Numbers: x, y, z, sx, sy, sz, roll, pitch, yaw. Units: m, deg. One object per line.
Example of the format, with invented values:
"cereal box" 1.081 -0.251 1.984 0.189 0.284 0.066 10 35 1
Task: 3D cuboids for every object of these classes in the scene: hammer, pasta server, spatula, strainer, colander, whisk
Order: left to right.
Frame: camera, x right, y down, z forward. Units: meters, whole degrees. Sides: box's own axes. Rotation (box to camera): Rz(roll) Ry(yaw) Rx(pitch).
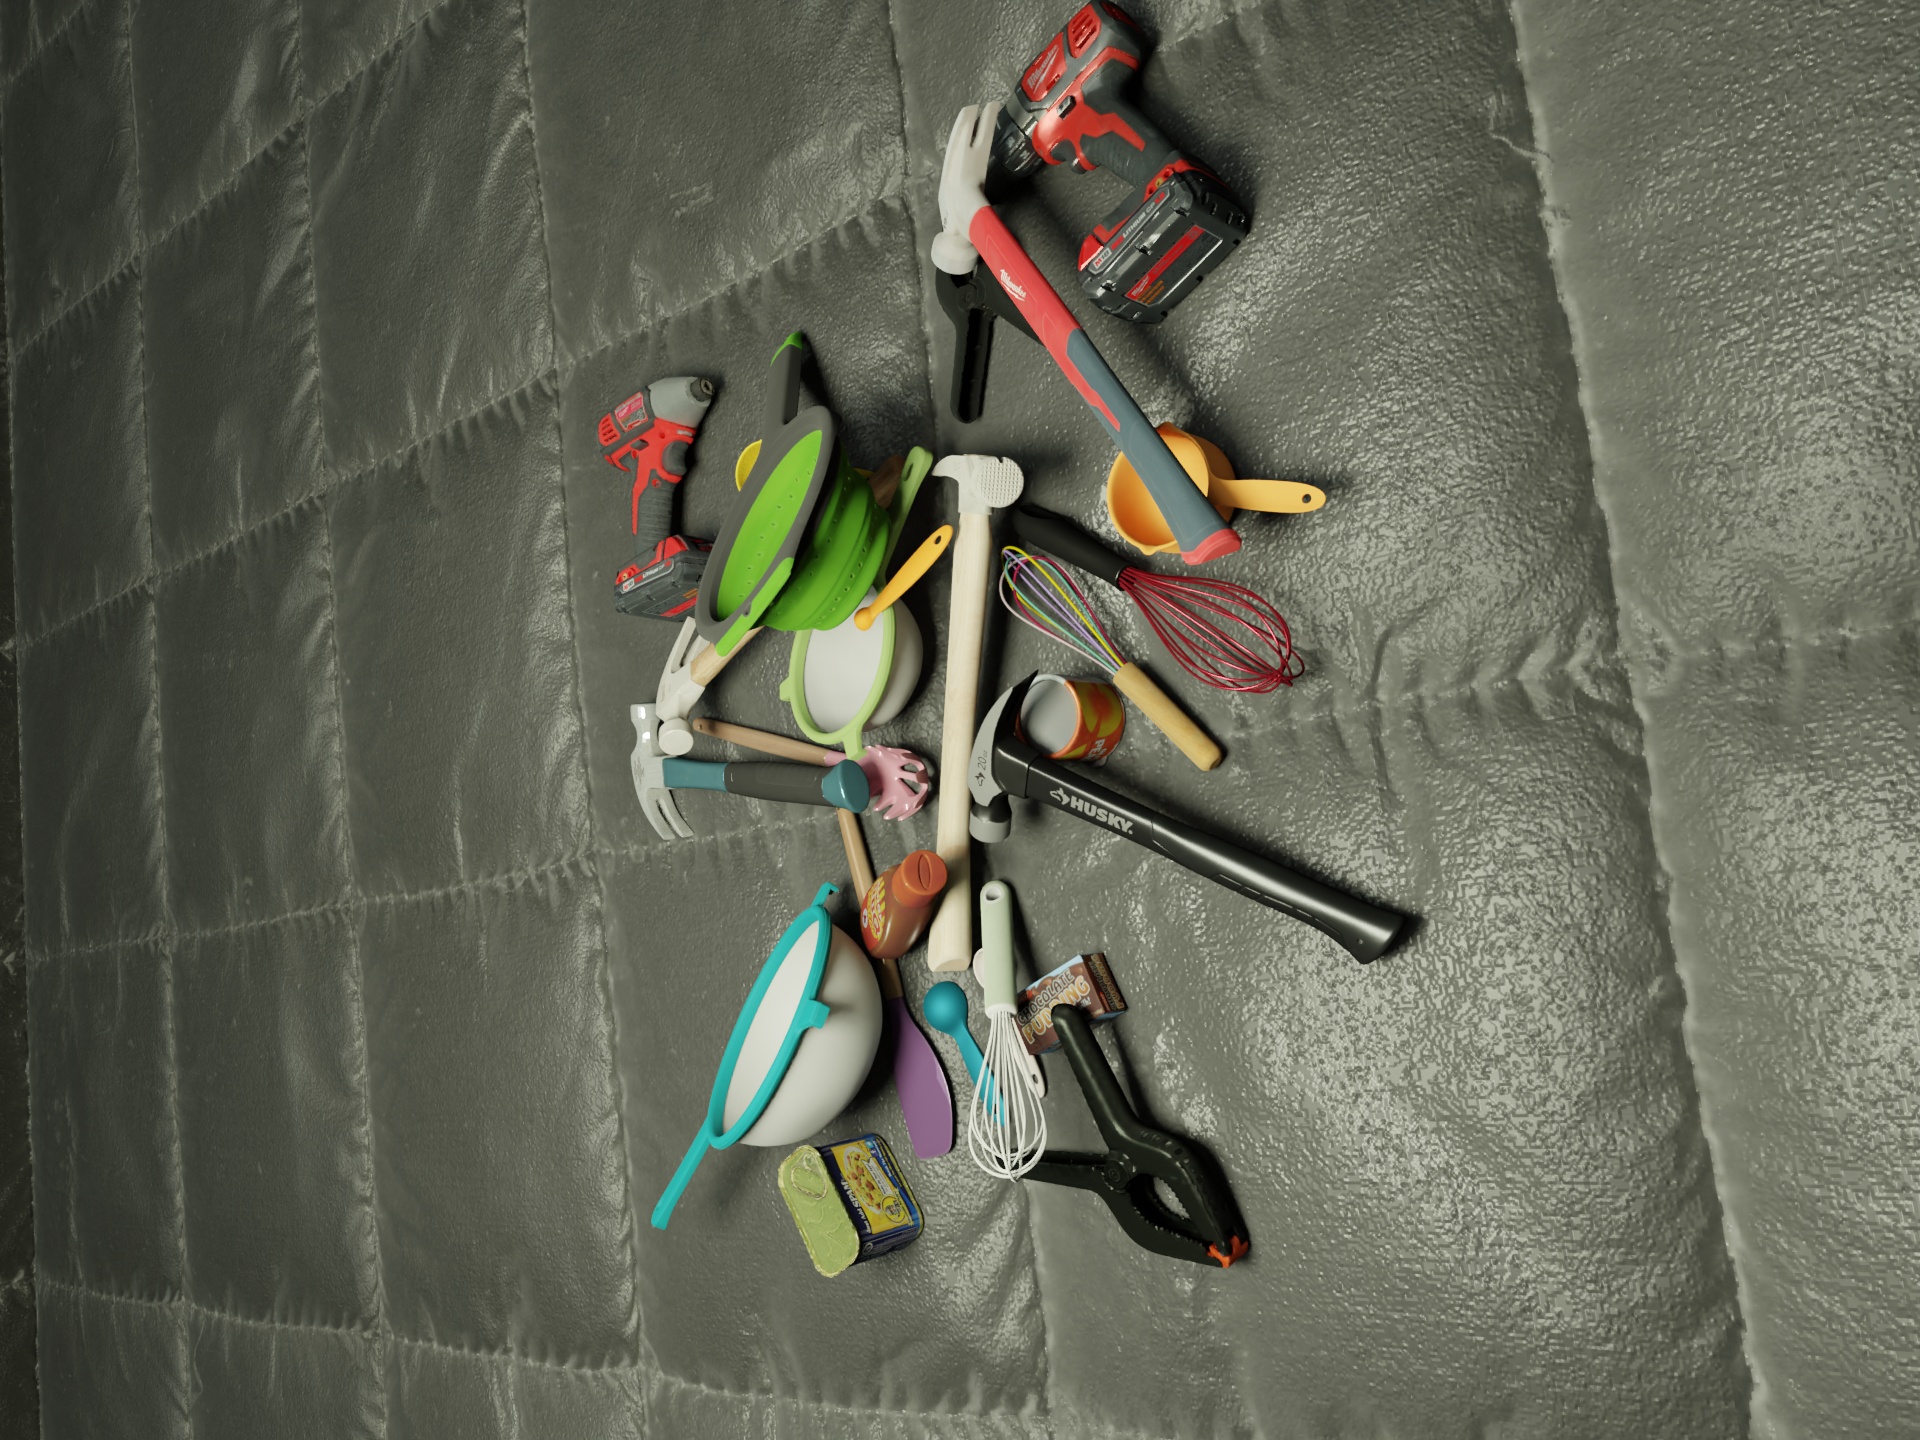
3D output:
"hammer" -0.196 0.050 1.422 0.331 0.033 0.128 2 97 47
"strainer" -0.153 0.318 1.337 0.340 0.095 0.211 -60 14 21
"hammer" -0.160 -0.113 1.400 0.331 0.031 0.130 -42 36 23
"pasta server" -0.138 0.030 1.398 0.316 0.040 0.060 13 105 41
"colander" -0.122 -0.194 1.316 0.204 0.094 0.398 -46 30 34
"spatula" -0.060 0.208 1.338 0.060 0.018 0.316 -29 71 41
"strainer" -0.058 -0.098 1.316 0.152 0.069 0.256 36 107 52
"hammer" -0.002 -0.004 1.267 0.146 0.038 0.410 -149 62 -71
"whisk" 0.032 0.226 1.192 0.058 0.059 0.247 -12 50 12
"hammer" 0.087 -0.269 1.128 0.387 0.038 0.143 59 155 26
"whisk" 0.109 -0.049 1.195 0.245 0.051 0.047 47 125 26
"whisk" 0.135 -0.098 1.163 0.296 0.073 0.073 37 111 40
"hammer" 0.150 0.079 1.111 0.335 0.035 0.146 24 127 27

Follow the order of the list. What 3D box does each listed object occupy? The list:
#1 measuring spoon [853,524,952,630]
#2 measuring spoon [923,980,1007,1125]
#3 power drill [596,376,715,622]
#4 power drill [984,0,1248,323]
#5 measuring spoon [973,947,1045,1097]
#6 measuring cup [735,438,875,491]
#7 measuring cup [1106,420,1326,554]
"measuring spoon" -0.047 -0.112 1.242 0.117 0.011 0.021 -44 51 25
"measuring spoon" 0.003 0.269 1.279 0.042 0.021 0.129 -45 60 30
"power drill" -0.274 -0.215 1.502 0.143 0.078 0.220 -21 72 37
"power drill" 0.094 -0.405 1.199 0.188 0.080 0.227 -41 61 31
"measuring spoon" 0.044 0.237 1.255 0.034 0.018 0.124 -35 73 47
"measuring cup" -0.131 -0.216 1.418 0.156 0.029 0.062 9 95 28
"measuring cup" 0.188 -0.158 1.124 0.174 0.052 0.095 11 95 38
